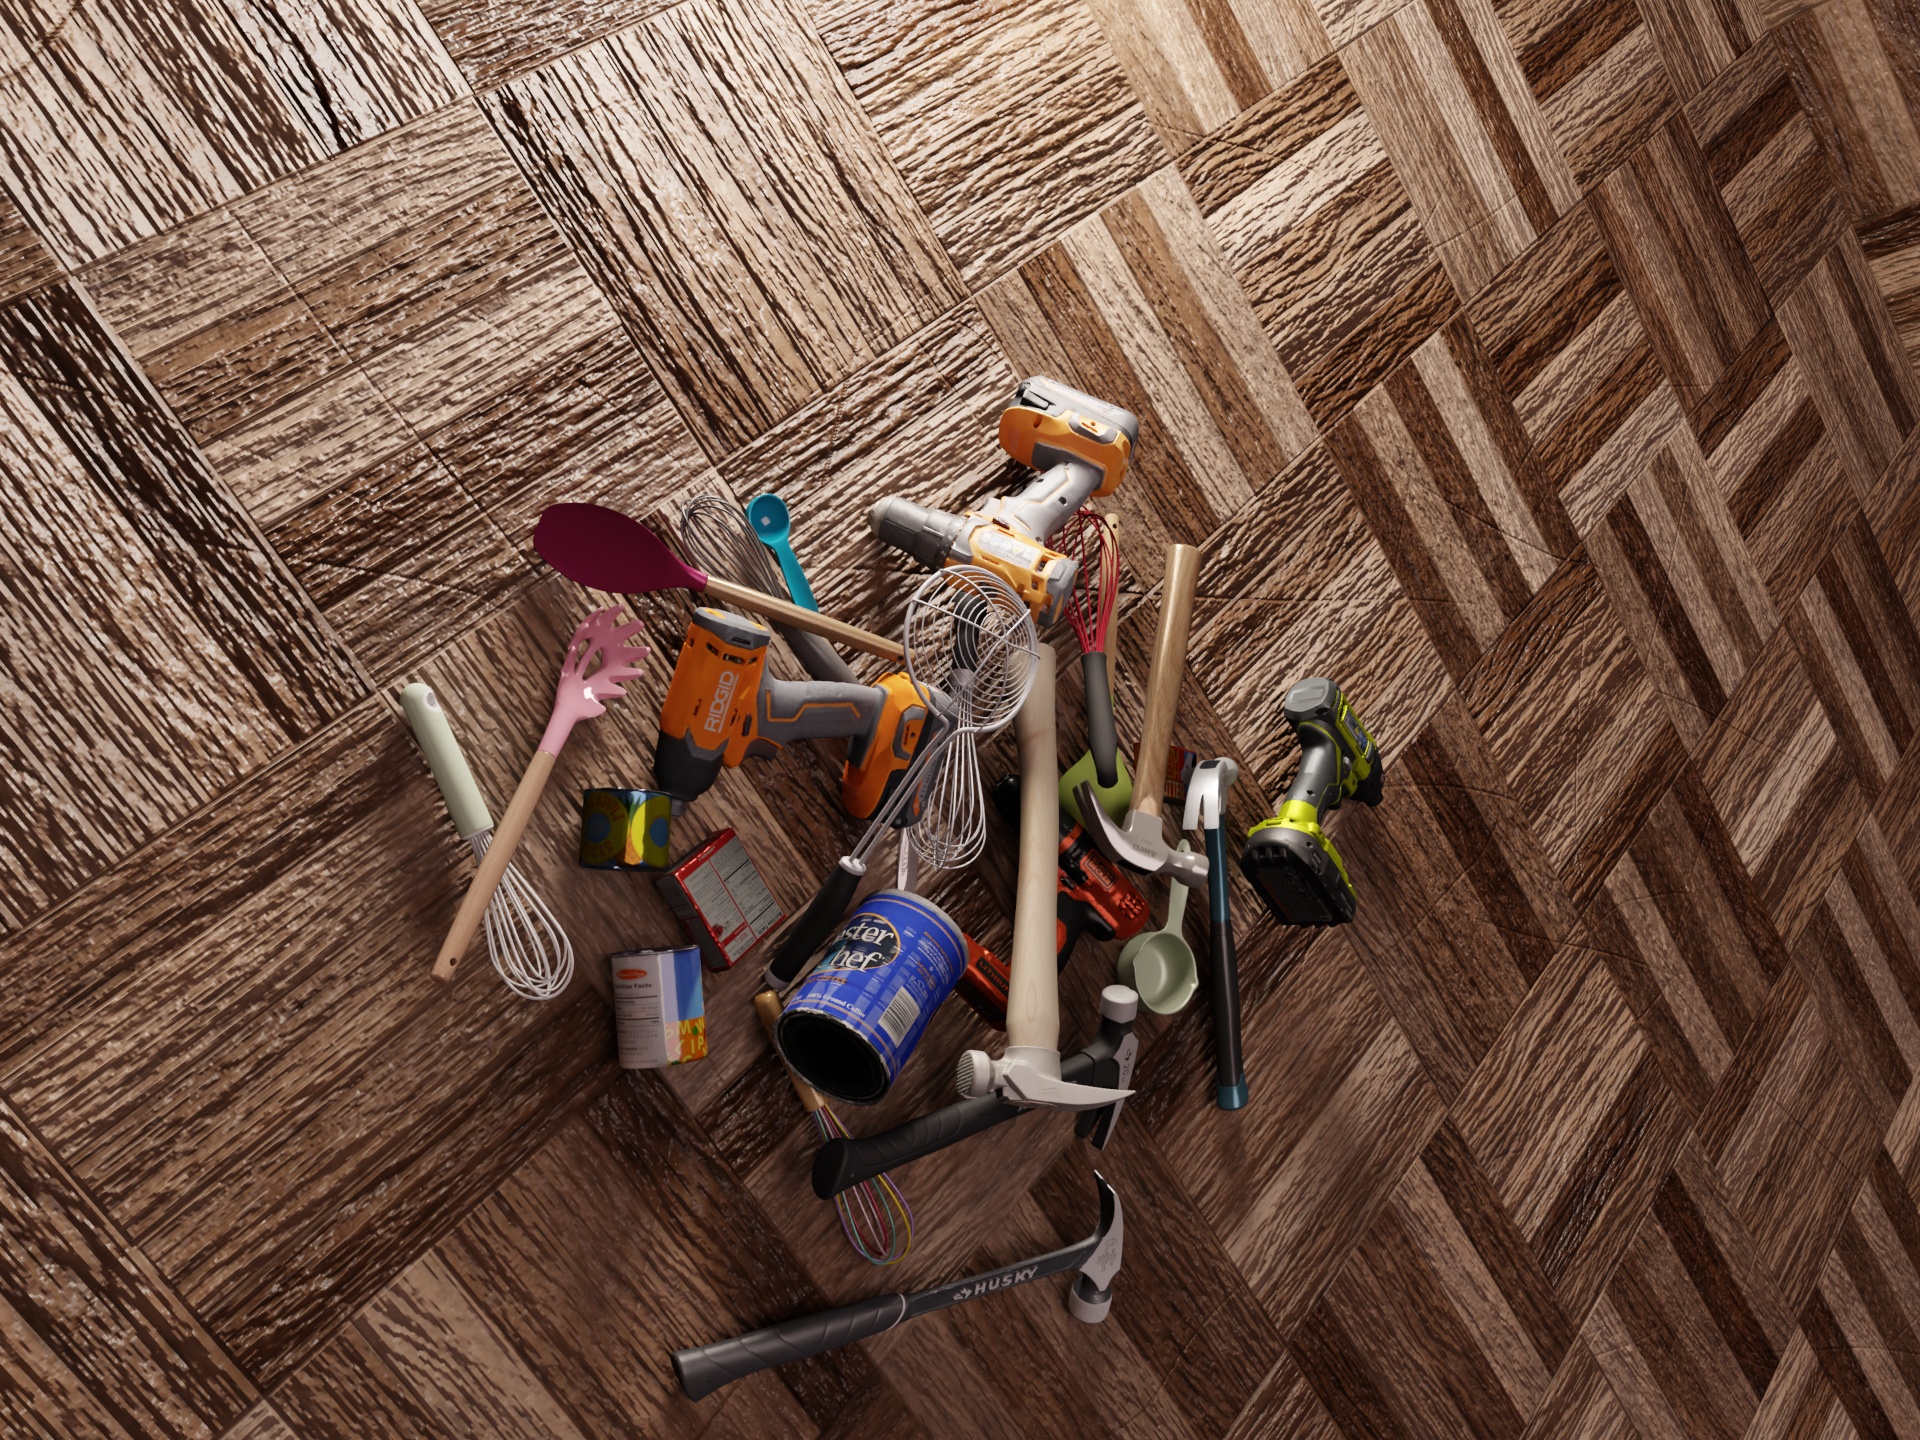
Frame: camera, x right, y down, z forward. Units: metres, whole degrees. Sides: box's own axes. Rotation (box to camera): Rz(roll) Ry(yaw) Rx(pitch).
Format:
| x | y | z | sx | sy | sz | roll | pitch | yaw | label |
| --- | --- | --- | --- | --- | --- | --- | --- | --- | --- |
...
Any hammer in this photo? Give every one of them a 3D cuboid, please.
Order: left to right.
| x | y | z | sx | sy | sz | roll | pitch | yaw | label |
| --- | --- | --- | --- | --- | --- | --- | --- | --- | --- |
| -0.036 | 0.466 | 1.275 | 0.408 | 0.036 | 0.149 | -5 | 117 | -31 | hammer |
| 0.019 | 0.327 | 1.312 | 0.334 | 0.035 | 0.146 | -11 | 114 | -40 | hammer |
| 0.074 | 0.123 | 1.354 | 0.146 | 0.038 | 0.411 | 12 | 63 | -20 | hammer |
| 0.182 | -0.017 | 1.459 | 0.130 | 0.031 | 0.331 | 19 | 64 | -15 | hammer |
| 0.250 | 0.203 | 1.520 | 0.128 | 0.033 | 0.331 | -6 | 92 | -69 | hammer |

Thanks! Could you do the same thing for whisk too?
| x | y | z | sx | sy | sz | roll | pitch | yaw | label |
| --- | --- | --- | --- | --- | --- | --- | --- | --- | --- |
| -0.343 | 0.087 | 1.138 | 0.058 | 0.059 | 0.246 | -40 | 107 | -78 | whisk |
| -0.148 | -0.090 | 1.301 | 0.238 | 0.055 | 0.055 | 51 | 59 | -24 | whisk |
| -0.108 | 0.328 | 1.269 | 0.051 | 0.047 | 0.245 | -30 | 96 | -46 | whisk |
| -0.002 | -0.004 | 1.373 | 0.070 | 0.070 | 0.285 | 22 | 61 | -31 | whisk |
| 0.117 | -0.073 | 1.430 | 0.073 | 0.073 | 0.296 | 16 | 56 | -32 | whisk |

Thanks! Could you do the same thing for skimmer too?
| x | y | z | sx | sy | sz | roll | pitch | yaw | label |
| --- | --- | --- | --- | --- | --- | --- | --- | --- | --- |
| -0.060 | 0.050 | 1.243 | 0.127 | 0.090 | 0.363 | 23 | 110 | -34 | skimmer |

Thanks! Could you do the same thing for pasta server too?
| x | y | z | sx | sy | sz | roll | pitch | yaw | label |
| --- | --- | --- | --- | --- | --- | --- | --- | --- | --- |
| -0.302 | 0.046 | 1.137 | 0.060 | 0.040 | 0.316 | 45 | 46 | -34 | pasta server |

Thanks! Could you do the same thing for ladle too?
| x | y | z | sx | sy | sz | roll | pitch | yaw | label |
| --- | --- | --- | --- | --- | --- | --- | --- | --- | --- |
| 0.131 | -0.044 | 1.496 | 0.078 | 0.062 | 0.320 | 12 | 69 | -22 | ladle |

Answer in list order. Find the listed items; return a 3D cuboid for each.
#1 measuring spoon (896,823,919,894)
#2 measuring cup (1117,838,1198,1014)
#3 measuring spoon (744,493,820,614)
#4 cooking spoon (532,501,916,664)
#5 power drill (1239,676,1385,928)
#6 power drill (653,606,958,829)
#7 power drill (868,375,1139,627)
| x | y | z | sx | sy | sz | roll | pitch | yaw | label |
| --- | --- | --- | --- | --- | --- | --- | --- | --- | --- |
| -0.043 | 0.143 | 1.353 | 0.034 | 0.018 | 0.124 | 11 | 76 | -33 | measuring spoon |
| 0.189 | 0.193 | 1.498 | 0.083 | 0.038 | 0.168 | 23 | 68 | -30 | measuring cup |
| -0.148 | -0.127 | 1.325 | 0.042 | 0.021 | 0.128 | -36 | 113 | -37 | measuring spoon |
| -0.178 | -0.099 | 1.253 | 0.318 | 0.017 | 0.068 | 19 | 117 | -21 | cooking spoon |
| 0.366 | 0.091 | 1.599 | 0.171 | 0.080 | 0.223 | 51 | 49 | -31 | power drill |
| -0.131 | 0.017 | 1.265 | 0.226 | 0.084 | 0.164 | 16 | 97 | -29 | power drill |
| 0.041 | -0.202 | 1.405 | 0.185 | 0.084 | 0.226 | 24 | 59 | 8 | power drill |
